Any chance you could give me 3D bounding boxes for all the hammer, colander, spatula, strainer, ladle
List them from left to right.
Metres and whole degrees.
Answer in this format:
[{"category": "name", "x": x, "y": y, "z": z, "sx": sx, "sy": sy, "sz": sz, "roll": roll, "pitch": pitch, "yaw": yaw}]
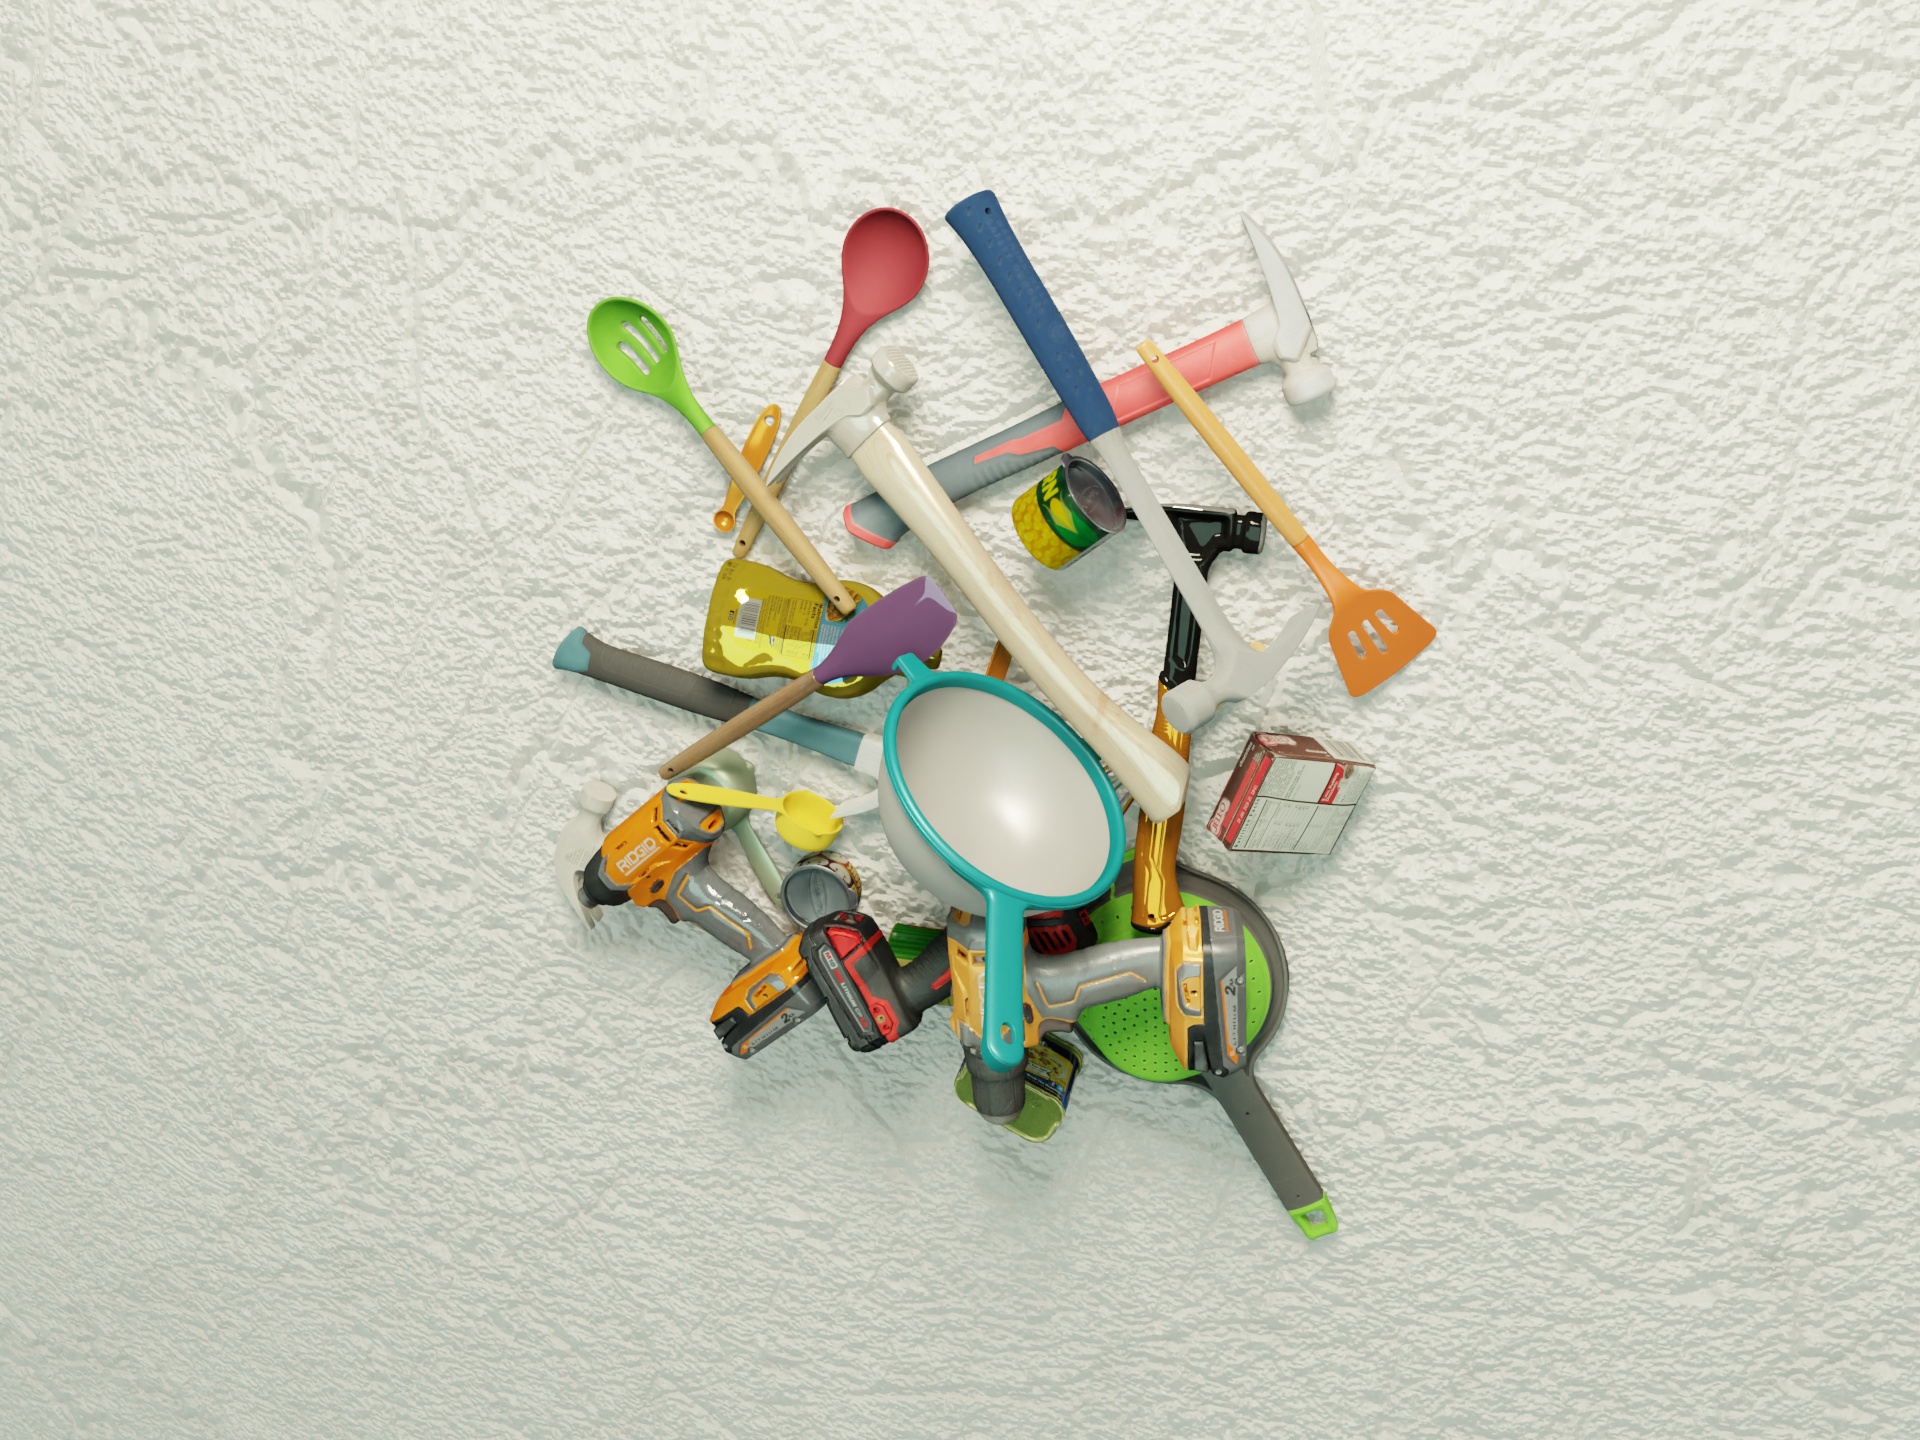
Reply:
[{"category": "hammer", "x": -0.216, "y": 0.184, "z": 1.437, "sx": 0.331, "sy": 0.031, "sz": 0.130, "roll": 28, "pitch": 114, "yaw": 2}, {"category": "hammer", "x": -0.192, "y": -0.013, "z": 1.357, "sx": 0.331, "sy": 0.033, "sz": 0.128, "roll": 19, "pitch": 112, "yaw": 7}, {"category": "spatula", "x": -0.130, "y": -0.022, "z": 1.273, "sx": 0.316, "sy": 0.018, "sz": 0.059, "roll": -29, "pitch": 103, "yaw": 28}, {"category": "ladle", "x": -0.111, "y": -0.257, "z": 1.249, "sx": 0.069, "sy": 0.031, "sz": 0.315, "roll": 32, "pitch": 116, "yaw": 2}, {"category": "strainer", "x": 0.013, "y": 0.118, "z": 1.157, "sx": 0.210, "sy": 0.341, "sz": 0.095, "roll": 24, "pitch": 133, "yaw": -22}, {"category": "hammer", "x": 0.024, "y": -0.082, "z": 1.216, "sx": 0.146, "sy": 0.038, "sz": 0.410, "roll": -40, "pitch": 90, "yaw": 24}, {"category": "hammer", "x": 0.074, "y": -0.237, "z": 1.203, "sx": 0.386, "sy": 0.038, "sz": 0.143, "roll": -21, "pitch": 102, "yaw": 20}, {"category": "hammer", "x": 0.113, "y": -0.197, "z": 1.140, "sx": 0.405, "sy": 0.144, "sz": 0.035, "roll": 60, "pitch": 156, "yaw": 0}, {"category": "hammer", "x": 0.157, "y": 0.001, "z": 1.236, "sx": 0.127, "sy": 0.034, "sz": 0.337, "roll": 7, "pitch": 99, "yaw": 12}, {"category": "colander", "x": 0.210, "y": 0.299, "z": 1.336, "sx": 0.204, "sy": 0.094, "sz": 0.397, "roll": -28, "pitch": 101, "yaw": 22}, {"category": "spatula", "x": 0.233, "y": -0.152, "z": 1.171, "sx": 0.081, "sy": 0.041, "sz": 0.322, "roll": -39, "pitch": 102, "yaw": 9}]

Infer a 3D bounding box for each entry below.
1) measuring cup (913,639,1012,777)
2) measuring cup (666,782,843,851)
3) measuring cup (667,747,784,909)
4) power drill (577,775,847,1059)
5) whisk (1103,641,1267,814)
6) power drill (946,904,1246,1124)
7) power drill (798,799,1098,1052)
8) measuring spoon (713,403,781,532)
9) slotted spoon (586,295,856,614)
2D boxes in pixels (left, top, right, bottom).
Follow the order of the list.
[{"category": "measuring cup", "x": -0.002, "y": -0.004, "z": 1.294, "sx": 0.052, "sy": 0.095, "sz": 0.173, "roll": 30, "pitch": 103, "yaw": 45}, {"category": "measuring cup", "x": -0.176, "y": 0.079, "z": 1.346, "sx": 0.156, "sy": 0.062, "sz": 0.029, "roll": 12, "pitch": 121, "yaw": -23}, {"category": "measuring cup", "x": -0.198, "y": 0.101, "z": 1.396, "sx": 0.083, "sy": 0.038, "sz": 0.167, "roll": -25, "pitch": 100, "yaw": 21}, {"category": "power drill", "x": -0.223, "y": 0.177, "z": 1.375, "sx": 0.164, "sy": 0.084, "sz": 0.226, "roll": -37, "pitch": 95, "yaw": 27}, {"category": "whisk", "x": 0.157, "y": 0.026, "z": 1.279, "sx": 0.245, "sy": 0.051, "sz": 0.047, "roll": -44, "pitch": 81, "yaw": 18}, {"category": "power drill", "x": 0.104, "y": 0.229, "z": 1.228, "sx": 0.226, "sy": 0.084, "sz": 0.185, "roll": -2, "pitch": 110, "yaw": 7}, {"category": "power drill", "x": -0.013, "y": 0.167, "z": 1.300, "sx": 0.219, "sy": 0.078, "sz": 0.143, "roll": -28, "pitch": 90, "yaw": 10}, {"category": "measuring spoon", "x": -0.172, "y": -0.205, "z": 1.294, "sx": 0.021, "sy": 0.011, "sz": 0.117, "roll": 29, "pitch": 111, "yaw": 3}, {"category": "slotted spoon", "x": -0.185, "y": -0.208, "z": 1.264, "sx": 0.070, "sy": 0.031, "sz": 0.314, "roll": -39, "pitch": 89, "yaw": 28}]
